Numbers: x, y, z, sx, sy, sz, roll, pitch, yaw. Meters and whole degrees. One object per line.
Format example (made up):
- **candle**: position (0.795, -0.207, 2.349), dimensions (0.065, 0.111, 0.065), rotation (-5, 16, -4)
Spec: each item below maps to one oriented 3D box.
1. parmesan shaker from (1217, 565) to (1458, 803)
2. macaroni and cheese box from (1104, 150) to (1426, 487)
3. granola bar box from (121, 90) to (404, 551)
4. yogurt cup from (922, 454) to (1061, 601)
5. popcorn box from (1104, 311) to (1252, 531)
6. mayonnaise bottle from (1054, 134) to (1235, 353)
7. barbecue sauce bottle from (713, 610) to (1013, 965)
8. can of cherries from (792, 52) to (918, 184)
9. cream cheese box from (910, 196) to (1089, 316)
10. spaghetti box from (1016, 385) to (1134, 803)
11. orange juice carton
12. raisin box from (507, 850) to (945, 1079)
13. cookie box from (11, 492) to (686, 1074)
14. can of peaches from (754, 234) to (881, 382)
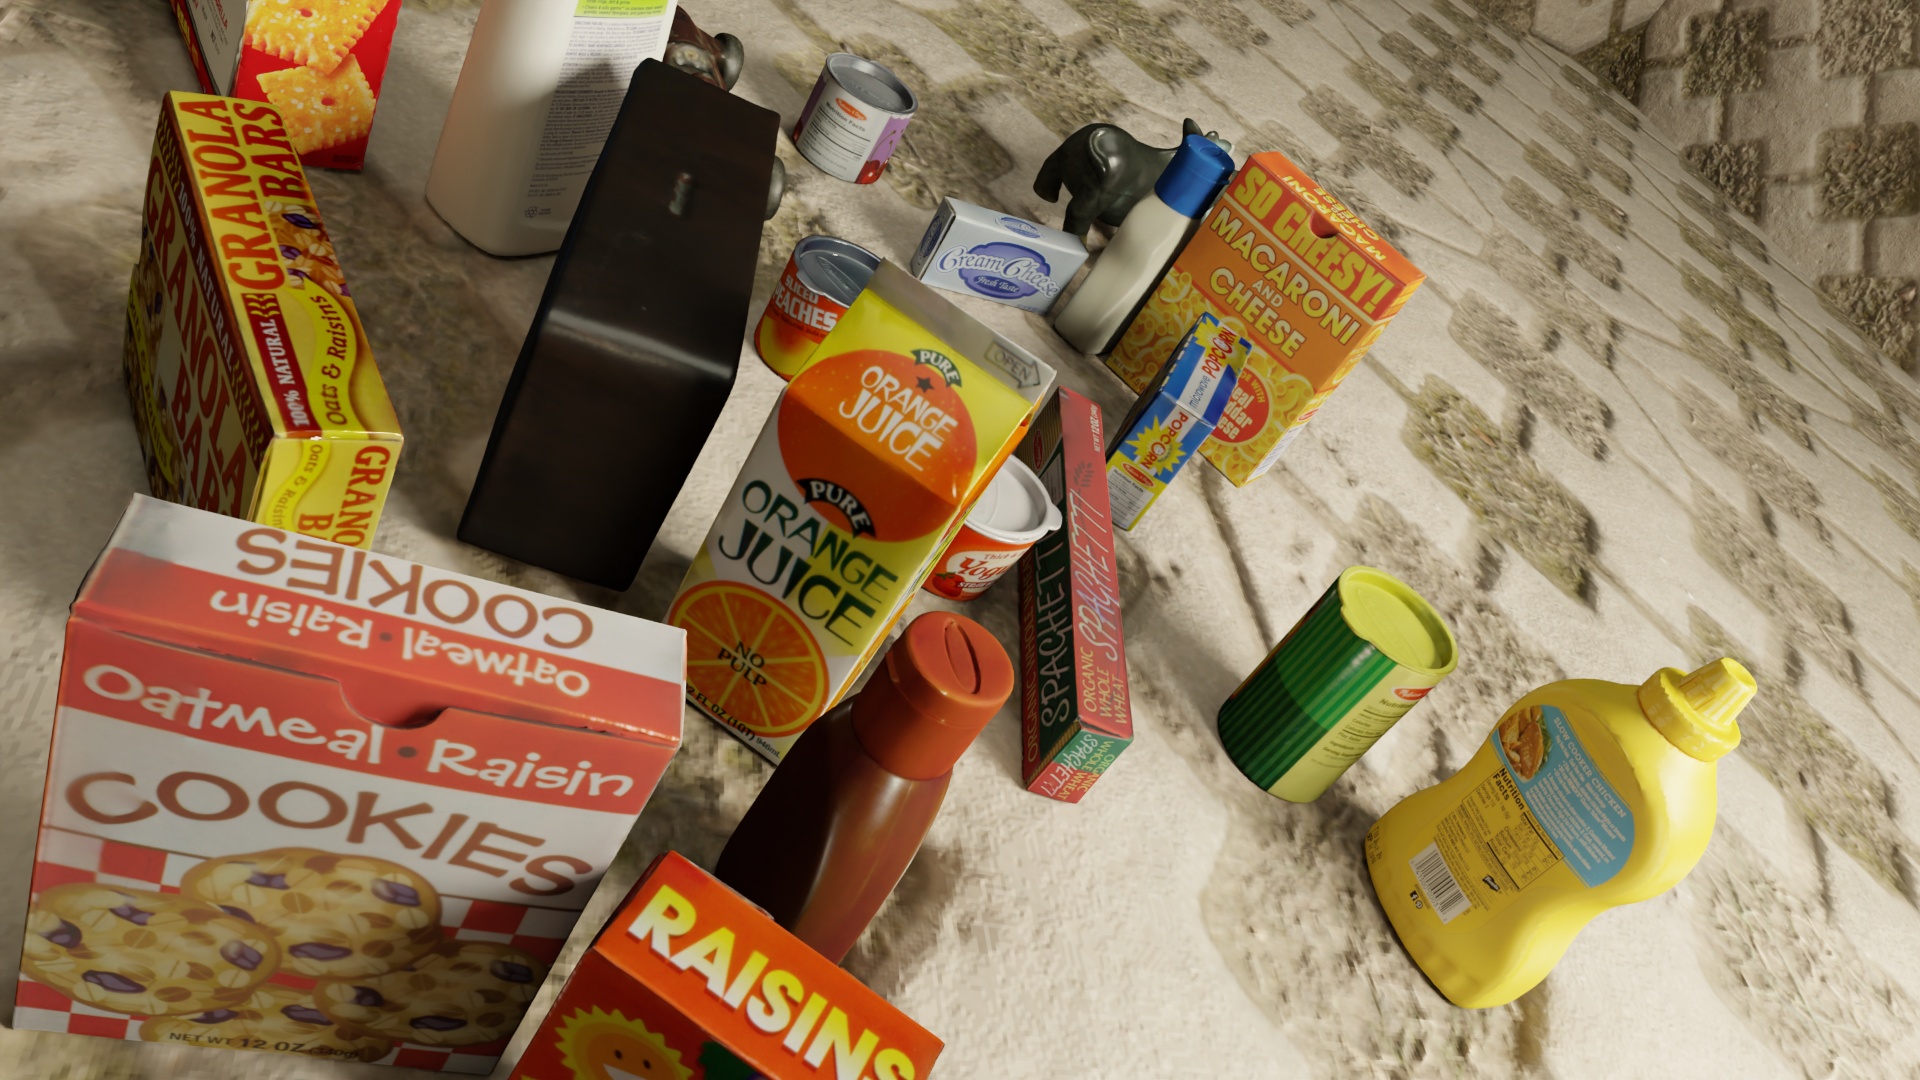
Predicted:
- **parmesan shaker**: position (0.176, 0.070, 0.666), dimensions (0.071, 0.102, 0.072), rotation (22, 37, -17)
- **macaroni and cheese box**: position (0.183, -0.134, 0.856), dimensions (0.124, 0.165, 0.040), rotation (46, 37, 16)
- **granola bar box**: position (-0.238, -0.048, 0.459), dimensions (0.039, 0.123, 0.166), rotation (-3, 49, -41)
- **yogurt cup**: position (0.002, -0.008, 0.663), dimensions (0.072, 0.053, 0.073), rotation (21, 37, -17)
- **popcorn box**: position (0.120, -0.070, 0.802), dimensions (0.038, 0.084, 0.127), rotation (35, 35, 1)
- **mayonnaise bottle**: position (0.118, -0.186, 0.883), dimensions (0.041, 0.147, 0.065), rotation (44, 36, 14)
- **barbecue sauce bottle**: position (-0.034, 0.083, 0.445), dimensions (0.044, 0.147, 0.065), rotation (12, 41, -28)
- **can of cherries**: position (-0.069, -0.280, 0.921), dimensions (0.071, 0.058, 0.072), rotation (21, 37, -17)
- **cream cheese box**: position (0.025, -0.179, 0.881), dimensions (0.104, 0.053, 0.024), rotation (9, 42, -31)
- **spaghetti box**: position (0.051, 0.016, 0.677), dimensions (0.029, 0.050, 0.251), rotation (22, 37, -16)
- **orange juice carton**: position (-0.041, -0.010, 0.512), dimensions (0.072, 0.191, 0.073), rotation (36, 35, 2)
- **raisin box**: position (-0.071, 0.148, 0.361), dimensions (0.086, 0.122, 0.040), rotation (36, 35, 2)
- **cookie box**: position (-0.154, 0.073, 0.345), dimensions (0.123, 0.166, 0.040), rotation (16, 39, -23)
- **can of peaches**: position (-0.070, -0.117, 0.731), dimensions (0.071, 0.057, 0.071), rotation (21, 37, -17)
